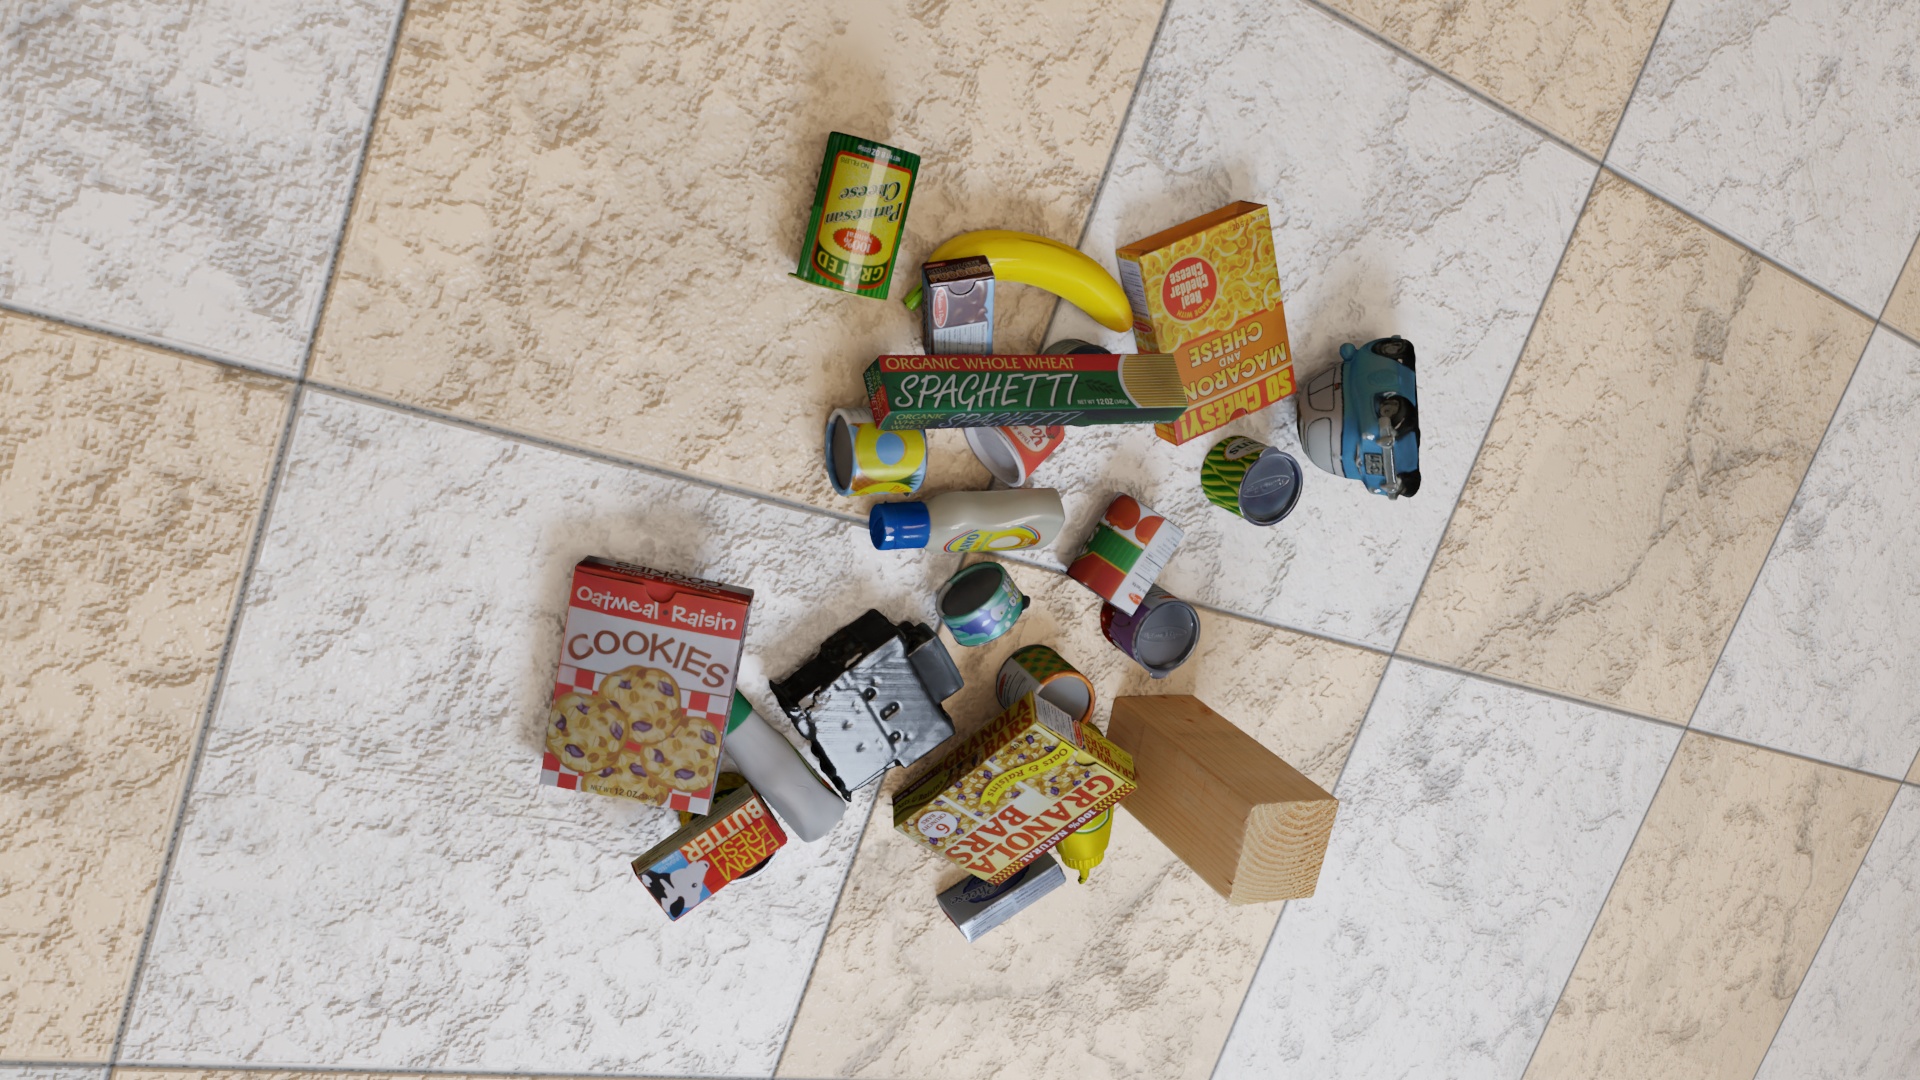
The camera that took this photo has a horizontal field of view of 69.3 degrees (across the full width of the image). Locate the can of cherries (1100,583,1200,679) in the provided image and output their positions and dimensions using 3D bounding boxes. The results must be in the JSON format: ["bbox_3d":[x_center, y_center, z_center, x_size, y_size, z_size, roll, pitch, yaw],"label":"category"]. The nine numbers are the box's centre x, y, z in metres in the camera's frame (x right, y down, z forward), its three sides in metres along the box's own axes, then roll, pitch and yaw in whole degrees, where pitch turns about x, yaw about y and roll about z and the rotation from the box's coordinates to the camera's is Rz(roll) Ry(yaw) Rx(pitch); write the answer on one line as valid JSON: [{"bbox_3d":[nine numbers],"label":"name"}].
[{"bbox_3d":[0.161,0.075,1.191,0.072,0.058,0.071,-10,112,-24],"label":"can of cherries"}]

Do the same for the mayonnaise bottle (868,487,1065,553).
[{"bbox_3d":[0.004,-0.014,1.081,0.148,0.064,0.041,-3,65,-24],"label":"mayonnaise bottle"}]

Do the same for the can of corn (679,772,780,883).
[{"bbox_3d":[-0.178,0.219,1.073,0.071,0.058,0.071,-9,112,-23],"label":"can of corn"}]

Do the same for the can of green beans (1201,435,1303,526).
[{"bbox_3d":[0.249,-0.052,1.189,0.071,0.058,0.071,-9,112,-23],"label":"can of green beans"}]

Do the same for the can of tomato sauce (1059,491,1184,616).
[{"bbox_3d":[0.135,0.010,1.152,0.071,0.071,0.083,32,92,-32],"label":"can of tomato sauce"}]

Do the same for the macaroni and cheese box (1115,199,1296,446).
[{"bbox_3d":[0.203,-0.176,1.132,0.124,0.040,0.165,-25,117,-16],"label":"macaroni and cheese box"}]

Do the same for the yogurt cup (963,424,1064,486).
[{"bbox_3d":[0.043,-0.083,1.073,0.054,0.072,0.072,-38,121,-19],"label":"yogurt cup"}]

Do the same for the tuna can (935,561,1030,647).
[{"bbox_3d":[0.017,0.049,1.103,0.071,0.071,0.032,-39,120,-9],"label":"tuna can"}]

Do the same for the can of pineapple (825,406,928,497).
[{"bbox_3d":[-0.063,-0.064,1.024,0.058,0.071,0.070,-5,110,-24],"label":"can of pineapple"}]

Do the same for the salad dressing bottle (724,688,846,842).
[{"bbox_3d":[-0.149,0.164,1.059,0.044,0.064,0.147,-44,106,-17],"label":"salad dressing bottle"}]

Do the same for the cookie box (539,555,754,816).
[{"bbox_3d":[-0.224,0.104,0.994,0.123,0.040,0.167,12,104,-6],"label":"cookie box"}]

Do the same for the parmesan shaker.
[{"bbox_3d":[-0.074,-0.225,0.962,0.071,0.071,0.102,8,104,-29],"label":"parmesan shaker"}]

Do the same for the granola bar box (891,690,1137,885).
[{"bbox_3d":[0.044,0.209,1.148,0.124,0.039,0.165,36,117,-29],"label":"granola bar box"}]

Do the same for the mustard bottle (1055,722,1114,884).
[{"bbox_3d":[0.106,0.240,1.228,0.065,0.049,0.159,-14,114,-15],"label":"mustard bottle"}]

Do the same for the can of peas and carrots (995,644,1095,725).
[{"bbox_3d":[0.074,0.128,1.166,0.071,0.059,0.070,-9,113,-23],"label":"can of peas and carrots"}]

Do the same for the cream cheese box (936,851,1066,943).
[{"bbox_3d":[0.036,0.305,1.214,0.104,0.053,0.024,-29,117,-15],"label":"cream cheese box"}]

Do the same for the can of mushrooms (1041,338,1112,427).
[{"bbox_3d":[0.093,-0.124,1.100,0.071,0.033,0.070,-9,111,-24],"label":"can of mushrooms"}]

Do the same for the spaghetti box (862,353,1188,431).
[{"bbox_3d":[0.053,-0.111,1.035,0.251,0.028,0.050,-3,67,-23],"label":"spaghetti box"}]

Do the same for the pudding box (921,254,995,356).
[{"bbox_3d":[-0.001,-0.165,1.017,0.050,0.030,0.083,-10,139,-9],"label":"pudding box"}]

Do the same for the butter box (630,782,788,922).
[{"bbox_3d":[-0.184,0.229,1.024,0.104,0.024,0.053,-34,119,-12],"label":"butter box"}]
